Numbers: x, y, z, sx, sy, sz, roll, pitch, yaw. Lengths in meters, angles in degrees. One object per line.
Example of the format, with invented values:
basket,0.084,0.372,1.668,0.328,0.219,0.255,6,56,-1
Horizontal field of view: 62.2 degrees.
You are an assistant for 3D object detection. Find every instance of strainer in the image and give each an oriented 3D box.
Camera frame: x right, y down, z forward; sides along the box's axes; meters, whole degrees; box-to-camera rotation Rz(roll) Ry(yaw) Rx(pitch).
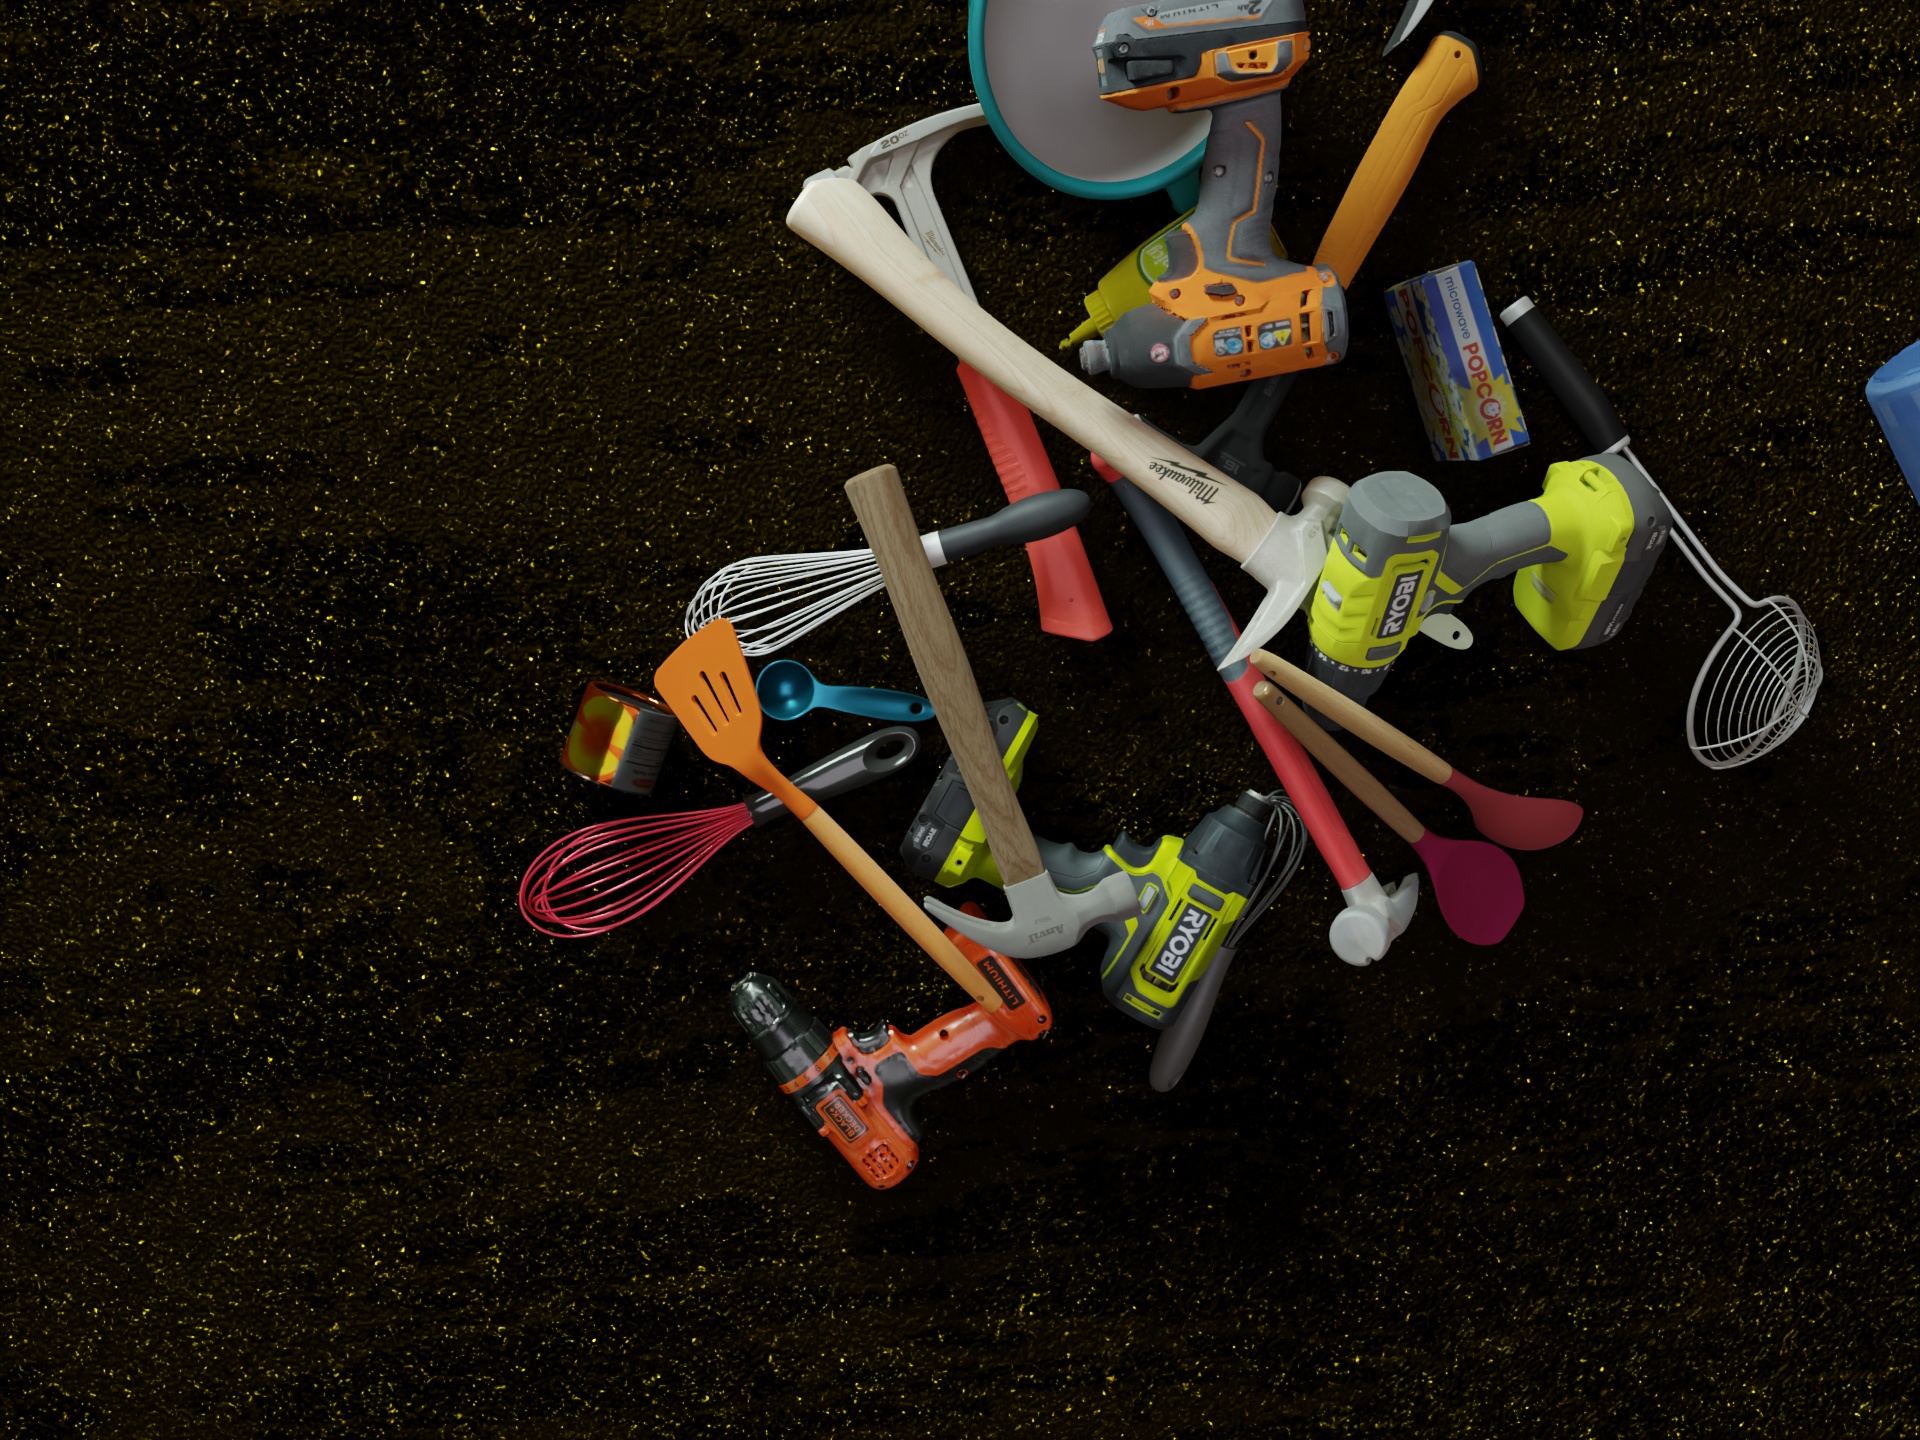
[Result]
strainer,0.033,-0.454,0.975,0.340,0.095,0.211,8,118,-26

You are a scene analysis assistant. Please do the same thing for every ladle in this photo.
ladle,0.309,0.024,1.069,0.315,0.069,0.031,28,52,-27

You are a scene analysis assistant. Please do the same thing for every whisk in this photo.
whisk,-0.050,-0.104,1.058,0.284,0.070,0.070,-17,99,5
whisk,0.187,0.159,1.135,0.055,0.055,0.239,20,101,-6
whisk,-0.163,0.071,1.093,0.296,0.073,0.073,-24,99,-7

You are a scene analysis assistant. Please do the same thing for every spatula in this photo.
spatula,-0.080,0.074,1.060,0.081,0.041,0.322,-36,102,31

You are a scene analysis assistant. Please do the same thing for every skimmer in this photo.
skimmer,0.478,-0.132,1.118,0.127,0.090,0.363,-35,88,-17

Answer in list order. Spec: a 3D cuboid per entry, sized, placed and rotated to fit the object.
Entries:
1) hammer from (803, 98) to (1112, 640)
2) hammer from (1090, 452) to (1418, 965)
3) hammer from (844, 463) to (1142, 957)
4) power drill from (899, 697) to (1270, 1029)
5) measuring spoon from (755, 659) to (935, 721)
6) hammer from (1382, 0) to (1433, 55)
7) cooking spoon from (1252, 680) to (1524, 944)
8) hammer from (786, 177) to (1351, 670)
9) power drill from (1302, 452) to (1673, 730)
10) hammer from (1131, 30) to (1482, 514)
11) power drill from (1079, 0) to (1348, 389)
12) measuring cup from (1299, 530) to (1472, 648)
hammer,0.031,-0.224,1.073,0.149,0.037,0.359,-23,98,0
hammer,0.202,-0.026,1.093,0.038,0.143,0.386,-29,88,28
hammer,-0.002,-0.003,1.024,0.130,0.031,0.331,-22,93,1
power drill,0.087,0.083,1.083,0.223,0.080,0.171,29,95,0
measuring spoon,-0.080,-0.016,1.108,0.128,0.021,0.042,8,97,-14
hammer,0.164,-0.535,1.040,0.334,0.035,0.146,7,97,-5
cooking spoon,0.297,0.064,1.087,0.318,0.017,0.069,39,84,-31
hammer,0.058,-0.202,1.023,0.410,0.038,0.146,36,76,-3
power drill,0.334,-0.085,1.051,0.228,0.080,0.190,-12,137,-18
hammer,0.246,-0.312,1.077,0.127,0.034,0.337,28,95,-8
power drill,0.141,-0.314,0.963,0.164,0.084,0.226,-11,111,1
measuring cup,0.290,-0.092,1.115,0.167,0.038,0.083,26,94,-23
